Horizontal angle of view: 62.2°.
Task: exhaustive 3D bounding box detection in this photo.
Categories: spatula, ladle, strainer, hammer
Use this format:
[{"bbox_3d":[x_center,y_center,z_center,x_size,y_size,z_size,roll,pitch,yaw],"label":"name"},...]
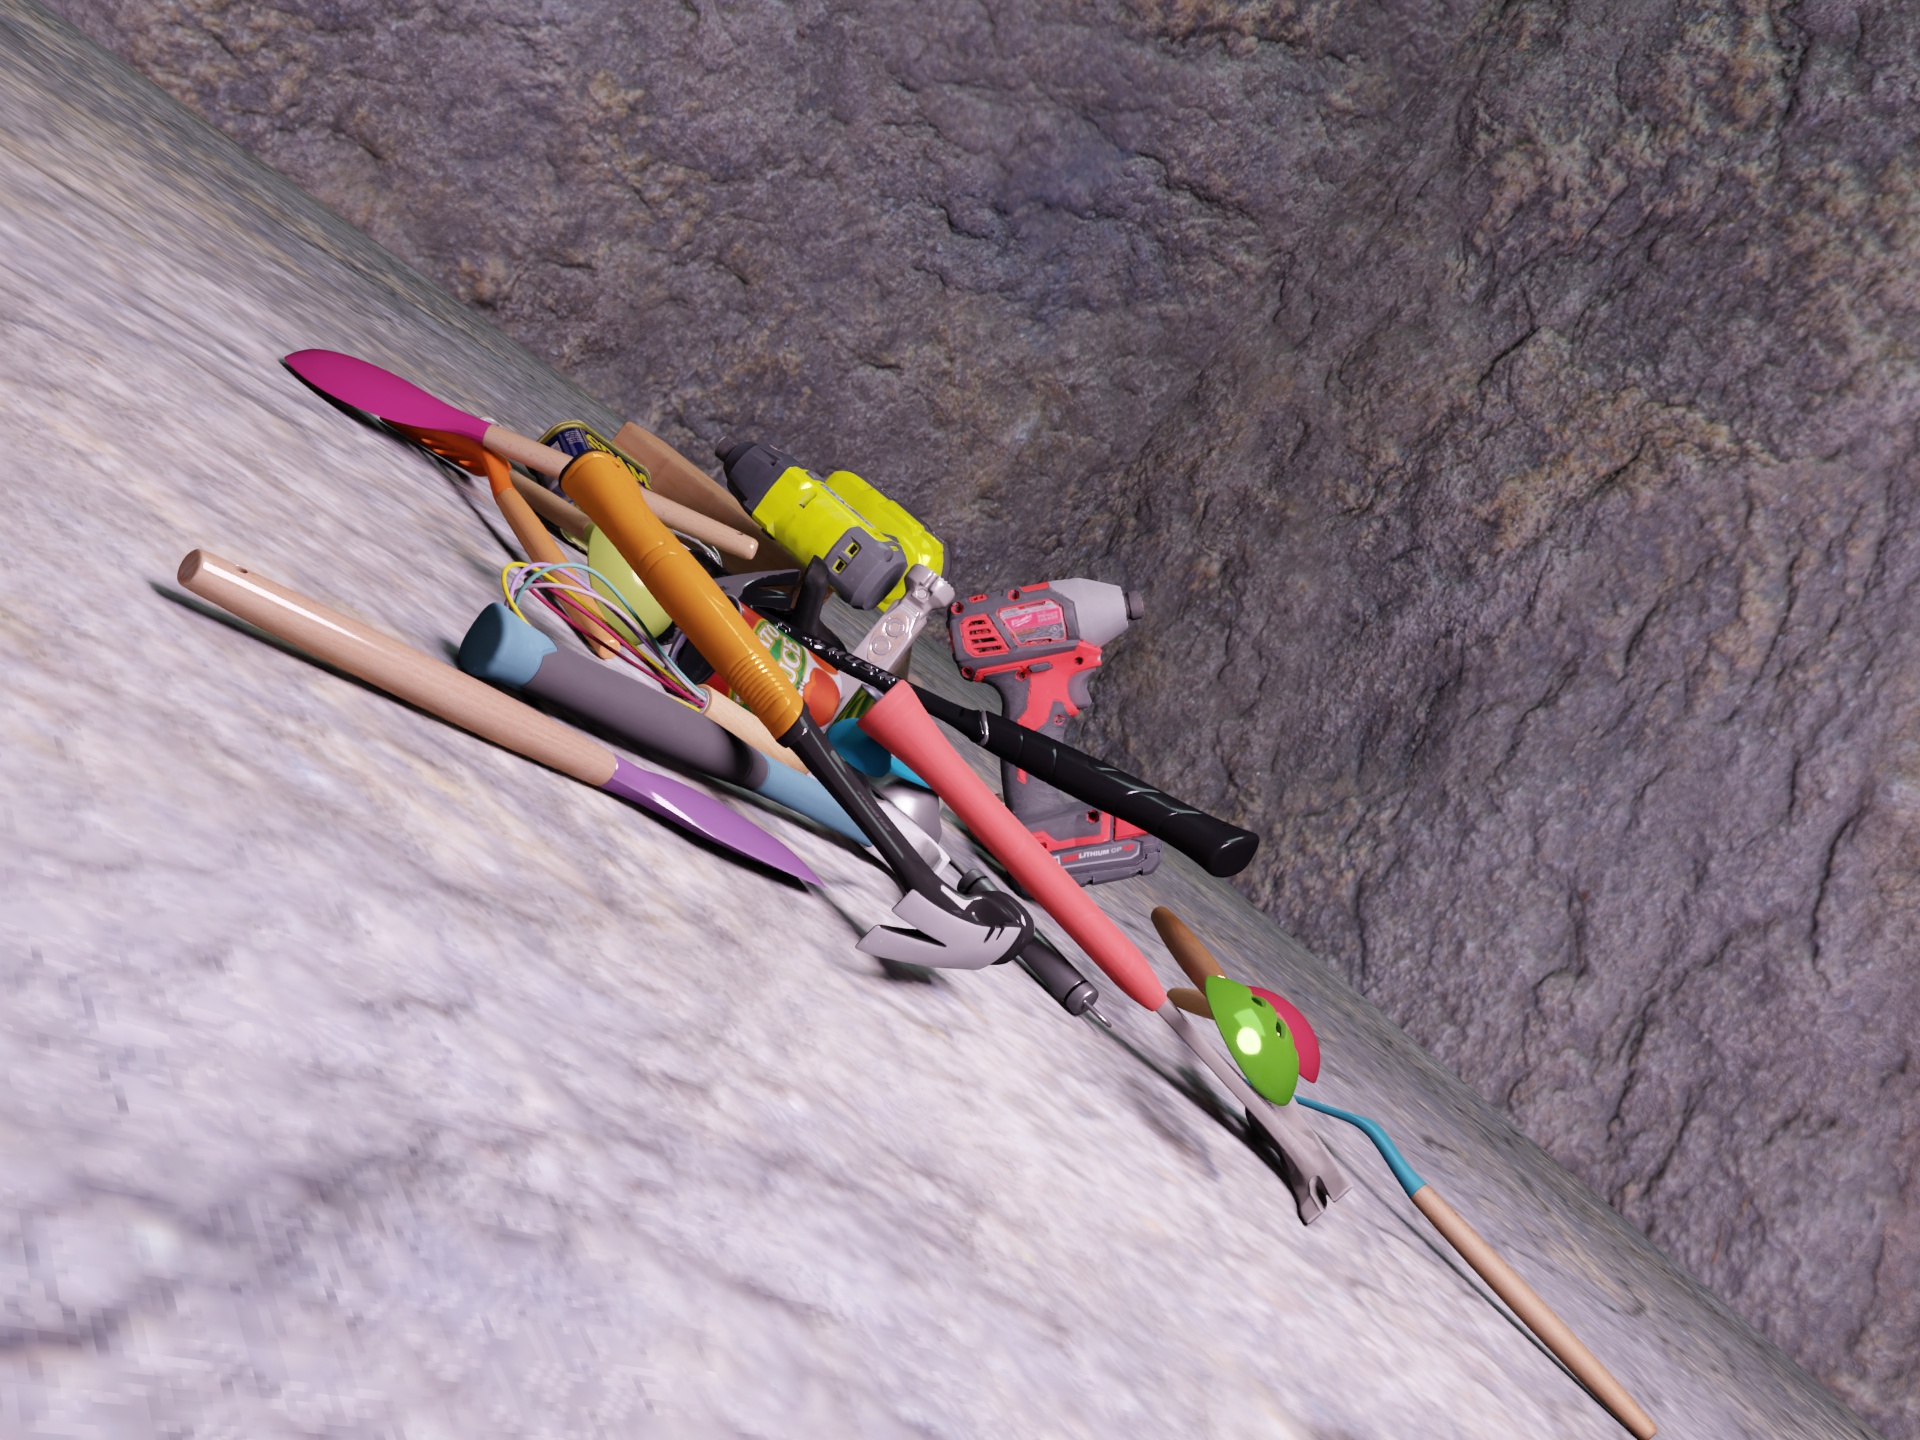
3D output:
[{"bbox_3d":[-0.156,0.008,0.610,0.060,0.018,0.315,38,2,38],"label":"spatula"},{"bbox_3d":[0.172,0.189,1.028,0.069,0.031,0.315,48,-8,1],"label":"ladle"},{"bbox_3d":[0.004,0.092,0.945,0.259,0.050,0.086,44,-8,31],"label":"strainer"},{"bbox_3d":[-0.097,-0.017,0.750,0.337,0.034,0.127,49,12,24],"label":"hammer"},{"bbox_3d":[-0.065,-0.027,1.343,0.038,0.146,0.410,37,-6,3],"label":"hammer"},{"bbox_3d":[-0.113,0.018,0.776,0.128,0.033,0.330,40,4,37],"label":"hammer"},{"bbox_3d":[-0.002,-0.003,1.013,0.409,0.036,0.149,26,24,17],"label":"hammer"},{"bbox_3d":[-0.275,-0.118,0.974,0.081,0.041,0.323,31,11,-46],"label":"spatula"},{"bbox_3d":[0.304,0.328,1.013,0.318,0.044,0.082,46,7,34],"label":"spatula"},{"bbox_3d":[-0.262,-0.124,1.048,0.320,0.062,0.078,31,-34,52],"label":"ladle"},{"bbox_3d":[0.076,0.121,0.881,0.359,0.036,0.149,47,3,-2],"label":"hammer"}]

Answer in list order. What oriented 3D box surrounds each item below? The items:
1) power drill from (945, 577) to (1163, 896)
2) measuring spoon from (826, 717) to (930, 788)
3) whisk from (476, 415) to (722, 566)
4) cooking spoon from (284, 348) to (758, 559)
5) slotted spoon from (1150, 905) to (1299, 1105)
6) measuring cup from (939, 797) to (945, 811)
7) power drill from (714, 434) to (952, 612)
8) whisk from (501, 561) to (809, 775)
[{"bbox_3d":[0.078,0.007,1.160,0.078,0.143,0.219,-77,156,-86],"label":"power drill"},{"bbox_3d":[-0.026,0.023,0.946,0.128,0.021,0.042,21,23,-43],"label":"measuring spoon"},{"bbox_3d":[-0.291,-0.170,1.271,0.246,0.059,0.058,34,41,4],"label":"whisk"},{"bbox_3d":[-0.276,-0.171,1.008,0.319,0.017,0.069,24,24,0],"label":"cooking spoon"},{"bbox_3d":[0.138,0.142,0.894,0.070,0.031,0.314,52,1,-6],"label":"slotted spoon"},{"bbox_3d":[-0.051,0.025,1.180,0.083,0.038,0.167,40,2,24],"label":"measuring cup"},{"bbox_3d":[-0.098,-0.156,1.274,0.171,0.080,0.223,41,9,10],"label":"power drill"},{"bbox_3d":[-0.151,-0.021,0.830,0.047,0.051,0.244,34,-2,37],"label":"whisk"}]
